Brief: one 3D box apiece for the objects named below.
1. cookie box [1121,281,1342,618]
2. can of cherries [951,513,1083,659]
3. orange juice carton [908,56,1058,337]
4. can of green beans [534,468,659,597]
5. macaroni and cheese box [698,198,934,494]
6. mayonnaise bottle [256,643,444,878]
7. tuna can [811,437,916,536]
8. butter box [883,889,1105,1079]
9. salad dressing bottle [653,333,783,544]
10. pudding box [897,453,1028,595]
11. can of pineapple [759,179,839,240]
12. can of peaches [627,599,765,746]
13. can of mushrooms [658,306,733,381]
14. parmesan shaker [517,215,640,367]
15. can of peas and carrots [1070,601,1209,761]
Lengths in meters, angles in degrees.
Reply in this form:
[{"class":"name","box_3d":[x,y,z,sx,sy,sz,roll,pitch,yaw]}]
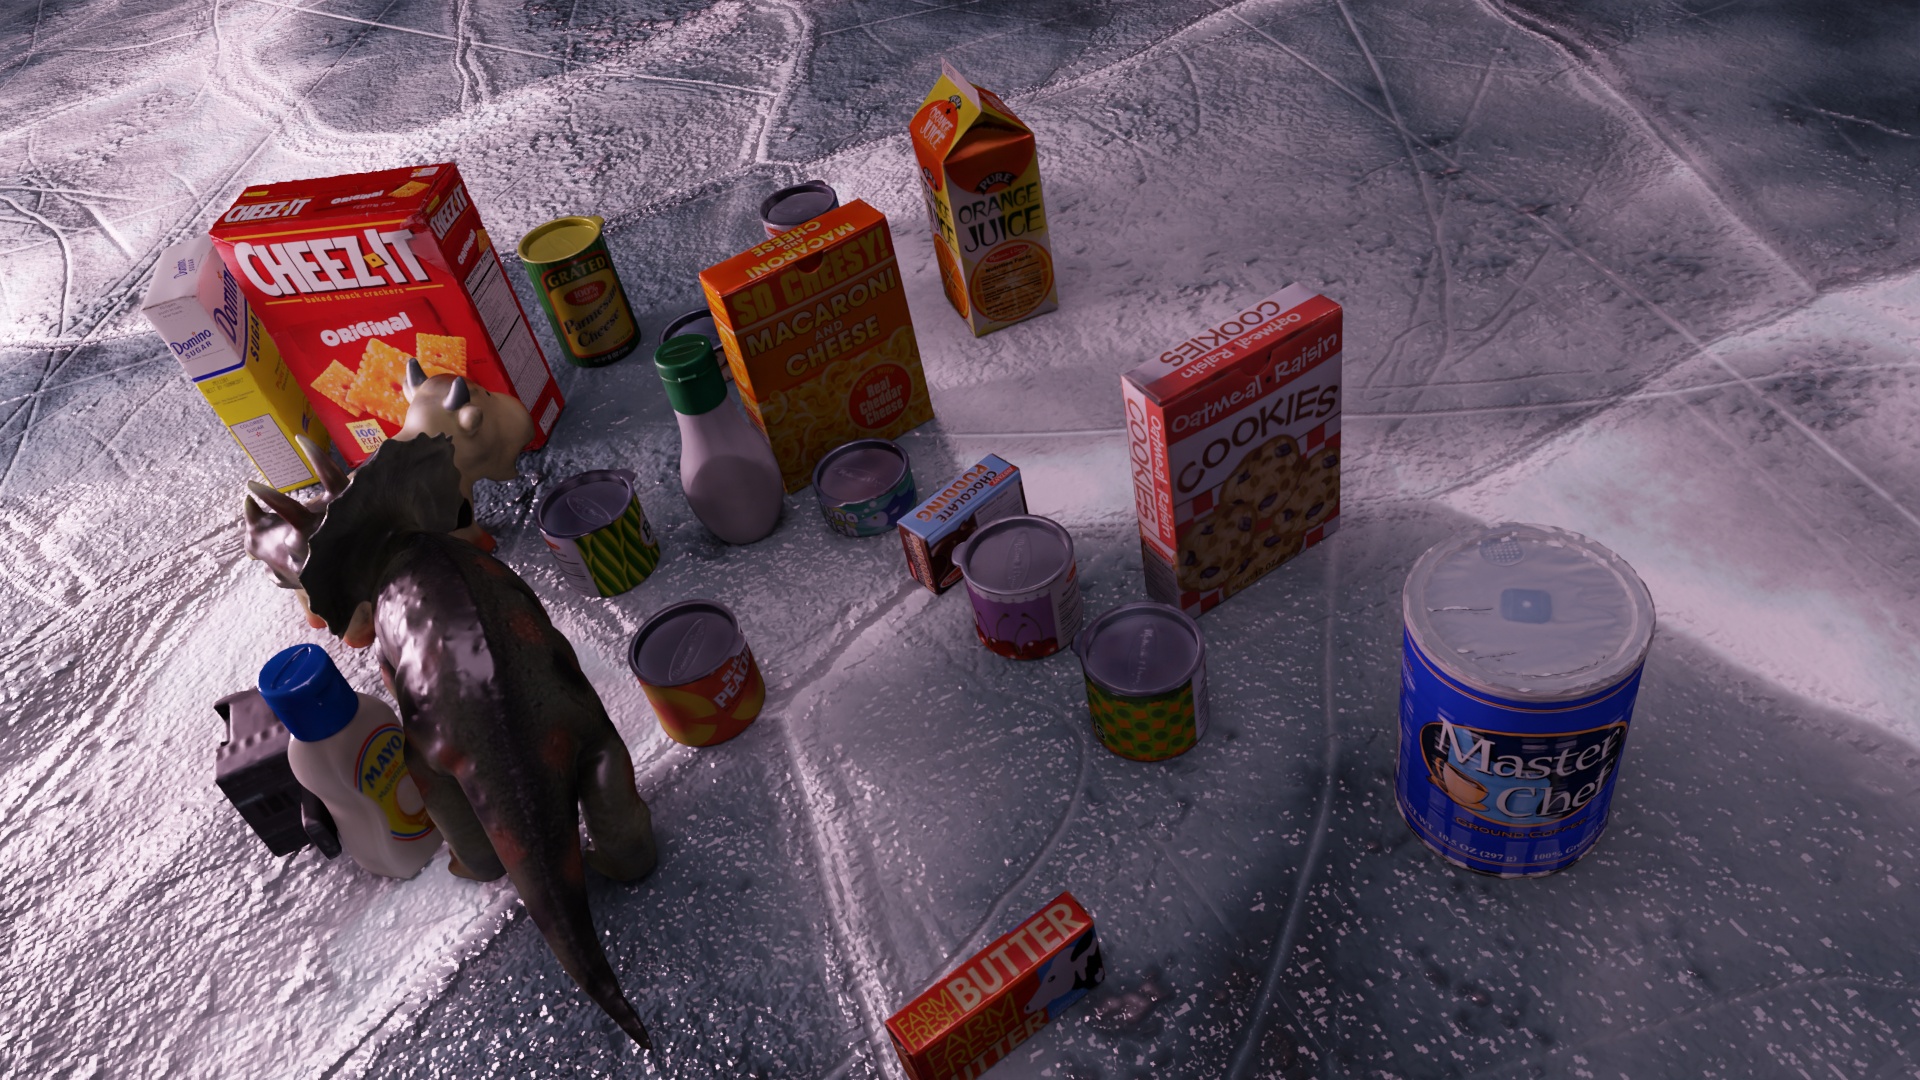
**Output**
[{"class":"cookie box","box_3d":[0.158,-0.047,0.785,0.123,0.166,0.040,-29,45,-17]},{"class":"can of cherries","box_3d":[0.034,0.027,0.818,0.071,0.058,0.072,-7,43,7]},{"class":"orange juice carton","box_3d":[0.016,-0.255,1.025,0.073,0.191,0.072,-21,43,-9]},{"class":"can of green beans","box_3d":[-0.239,-0.004,0.920,0.071,0.057,0.071,-7,43,7]},{"class":"macaroni and cheese box","box_3d":[-0.091,-0.128,0.935,0.124,0.165,0.040,-30,45,-18]},{"class":"mayonnaise bottle","box_3d":[-0.323,0.117,0.745,0.041,0.147,0.065,5,45,19]},{"class":"tuna can","box_3d":[-0.065,-0.034,0.927,0.071,0.032,0.071,-7,43,7]},{"class":"butter box","box_3d":[0.018,0.209,0.632,0.104,0.052,0.024,-31,45,-19]},{"class":"salad dressing bottle","box_3d":[-0.157,-0.064,0.897,0.064,0.147,0.044,-15,42,-2]},{"class":"pudding box","box_3d":[0.003,-0.011,0.873,0.084,0.049,0.030,-38,48,-25]},{"class":"can of pineapple","box_3d":[-0.128,-0.259,1.164,0.071,0.057,0.071,-7,43,7]},{"class":"can of peaches","box_3d":[-0.151,0.078,0.810,0.071,0.057,0.071,-7,43,7]},{"class":"can of mushrooms","box_3d":[-0.200,-0.150,1.083,0.071,0.033,0.071,-7,43,7]},{"class":"parmesan shaker","box_3d":[-0.300,-0.199,1.109,0.071,0.102,0.072,-7,43,7]},{"class":"can of peas and carrots","box_3d":[0.098,0.076,0.750,0.071,0.058,0.071,-7,43,7]}]
